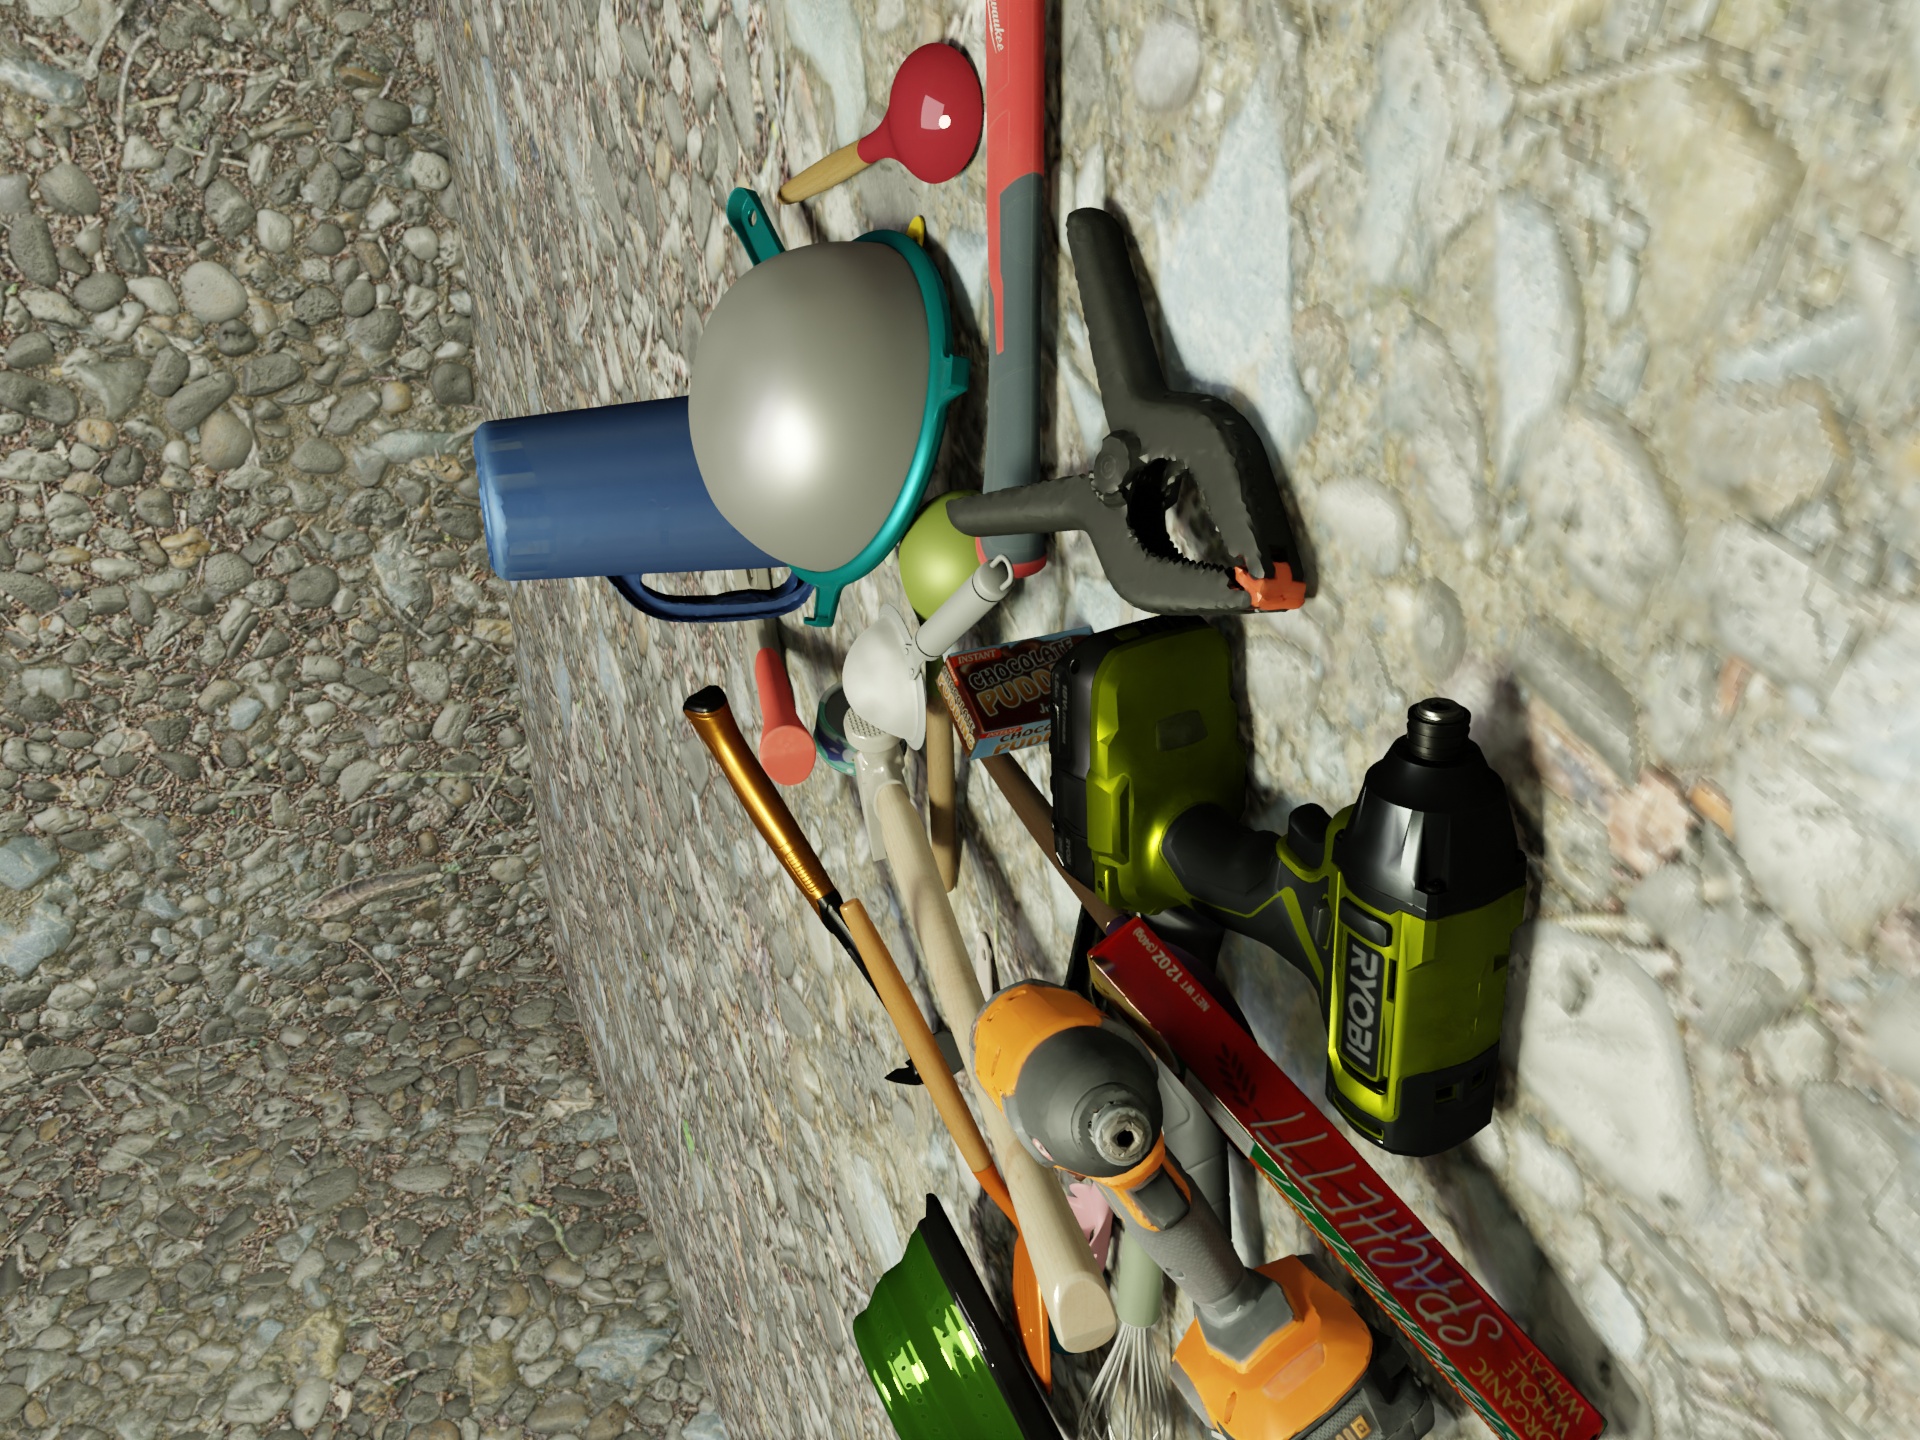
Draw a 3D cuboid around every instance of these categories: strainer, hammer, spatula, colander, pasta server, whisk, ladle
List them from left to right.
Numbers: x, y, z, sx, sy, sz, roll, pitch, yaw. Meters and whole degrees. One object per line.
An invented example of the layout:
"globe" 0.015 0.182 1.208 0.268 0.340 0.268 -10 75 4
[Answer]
"strainer" -0.121 -0.233 0.954 0.211 0.095 0.341 -56 43 35
"hammer" -0.141 -0.036 1.184 0.359 0.036 0.149 -123 24 -73
"hammer" -0.109 0.123 1.187 0.337 0.034 0.127 58 157 3
"ladle" -0.062 -0.336 0.945 0.315 0.031 0.069 -159 58 -66
"strainer" -0.021 -0.041 0.855 0.258 0.050 0.087 142 114 -65
"spatula" -0.005 0.253 0.960 0.322 0.041 0.081 65 172 -11
"ladle" -0.002 -0.003 0.980 0.319 0.062 0.078 89 160 -44
"colander" 0.002 0.432 0.998 0.204 0.094 0.397 63 171 -2
"hammer" 0.005 0.174 0.936 0.146 0.038 0.411 84 167 -47
"hammer" 0.033 -0.245 0.745 0.143 0.038 0.386 42 140 53
"spatula" 0.067 0.083 0.781 0.316 0.018 0.059 54 138 49
"pasta server" 0.083 0.235 0.896 0.060 0.040 0.316 -105 18 -46
"whisk" 0.101 0.343 0.906 0.058 0.059 0.246 -109 20 -65
"hammer" 0.122 0.283 0.792 0.149 0.036 0.409 1 100 45

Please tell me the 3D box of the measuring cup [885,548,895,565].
"measuring cup" -0.068 -0.181 1.025 0.083 0.038 0.167 -158 59 -64

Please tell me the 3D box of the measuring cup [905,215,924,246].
"measuring cup" -0.031 -0.221 0.947 0.062 0.029 0.156 50 135 47

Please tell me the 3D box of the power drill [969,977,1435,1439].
"power drill" 0.095 0.215 0.662 0.226 0.084 0.164 53 173 -5

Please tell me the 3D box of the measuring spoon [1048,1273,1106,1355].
"measuring spoon" 0.070 0.381 1.030 0.128 0.021 0.042 106 144 -53

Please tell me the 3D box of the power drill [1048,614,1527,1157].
"power drill" 0.126 0.043 0.635 0.223 0.080 0.171 36 135 54

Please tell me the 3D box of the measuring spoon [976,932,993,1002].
"measuring spoon" 0.024 0.202 1.061 0.034 0.018 0.124 -175 80 -68
